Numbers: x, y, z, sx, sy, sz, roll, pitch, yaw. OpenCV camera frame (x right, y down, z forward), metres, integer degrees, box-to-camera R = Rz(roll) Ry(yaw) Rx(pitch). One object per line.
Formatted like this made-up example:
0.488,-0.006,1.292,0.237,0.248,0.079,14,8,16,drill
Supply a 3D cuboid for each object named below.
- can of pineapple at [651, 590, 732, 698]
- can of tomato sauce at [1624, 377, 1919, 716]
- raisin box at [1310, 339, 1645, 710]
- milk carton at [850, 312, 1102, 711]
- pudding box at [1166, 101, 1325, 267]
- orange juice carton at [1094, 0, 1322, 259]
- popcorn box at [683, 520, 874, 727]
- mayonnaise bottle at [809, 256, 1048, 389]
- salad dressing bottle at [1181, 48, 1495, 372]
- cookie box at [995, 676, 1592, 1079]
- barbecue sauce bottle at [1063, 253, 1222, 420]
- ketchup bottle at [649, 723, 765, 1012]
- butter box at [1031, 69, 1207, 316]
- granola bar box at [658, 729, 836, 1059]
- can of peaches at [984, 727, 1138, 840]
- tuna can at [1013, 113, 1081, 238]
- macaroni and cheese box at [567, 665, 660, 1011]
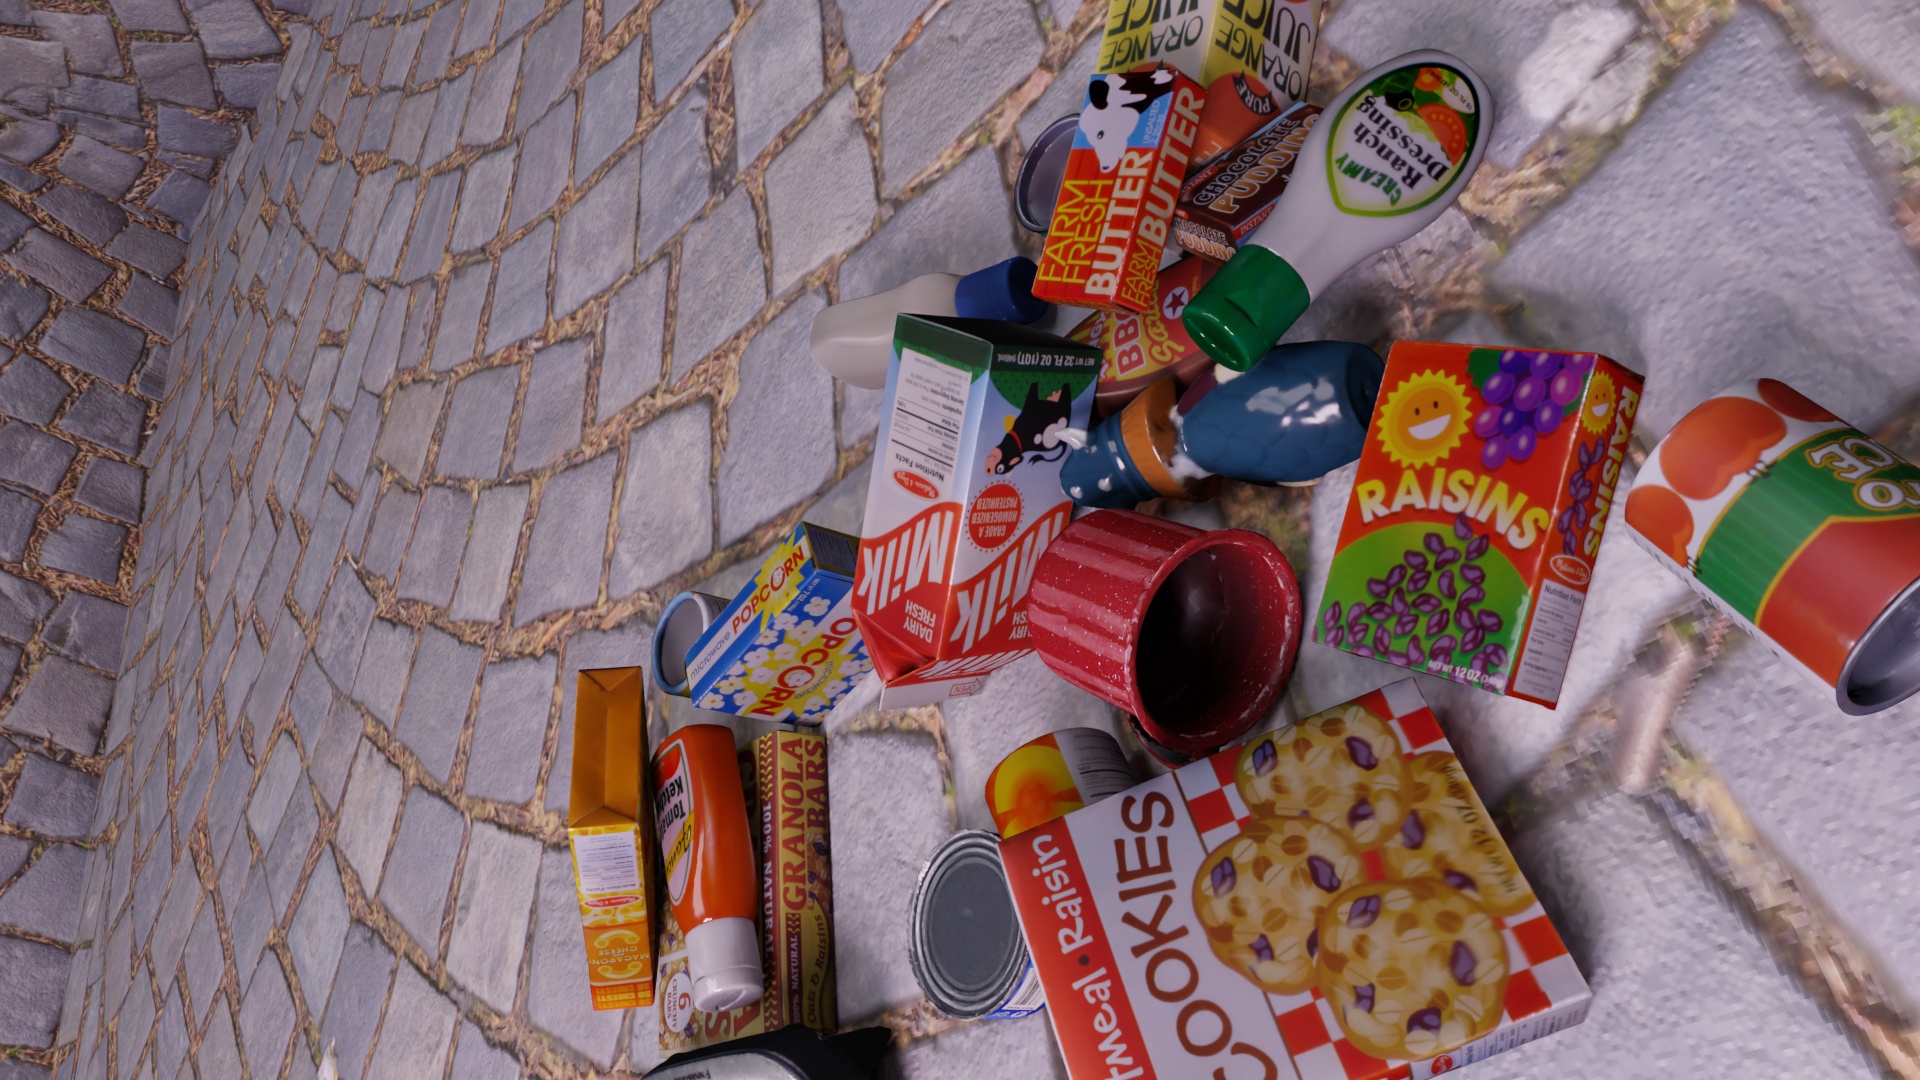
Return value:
-0.153,0.069,0.870,0.071,0.058,0.071,-21,61,44,can of pineapple
0.255,-0.002,0.413,0.071,0.071,0.083,-55,41,20,can of tomato sauce
0.190,-0.009,0.514,0.086,0.040,0.123,14,88,52,raisin box
0.002,-0.008,0.671,0.073,0.072,0.190,26,111,45,milk carton
0.137,-0.154,0.607,0.084,0.030,0.050,-36,40,-11,pudding box
0.115,-0.228,0.658,0.073,0.072,0.193,3,78,50,orange juice carton
-0.085,0.051,0.775,0.126,0.085,0.038,-46,45,29,popcorn box
-0.017,-0.123,0.783,0.148,0.065,0.041,-11,64,43,mayonnaise bottle
0.150,-0.131,0.558,0.148,0.064,0.044,-47,-3,-7,salad dressing bottle
0.109,0.137,0.490,0.167,0.040,0.123,-23,54,4,cookie box
0.078,-0.087,0.671,0.148,0.043,0.065,-21,58,44,barbecue sauce bottle
-0.136,0.178,0.756,0.064,0.043,0.149,-51,44,39,ketchup bottle
0.069,-0.151,0.607,0.053,0.024,0.103,16,90,47,butter box
-0.126,0.206,0.801,0.123,0.039,0.166,-29,56,40,granola bar box
0.048,0.125,0.606,0.071,0.071,0.058,-49,44,26,can of peaches
0.064,-0.188,0.733,0.071,0.033,0.071,-21,61,44,tuna can
-0.202,0.177,0.822,0.124,0.040,0.165,-105,16,-51,macaroni and cheese box
